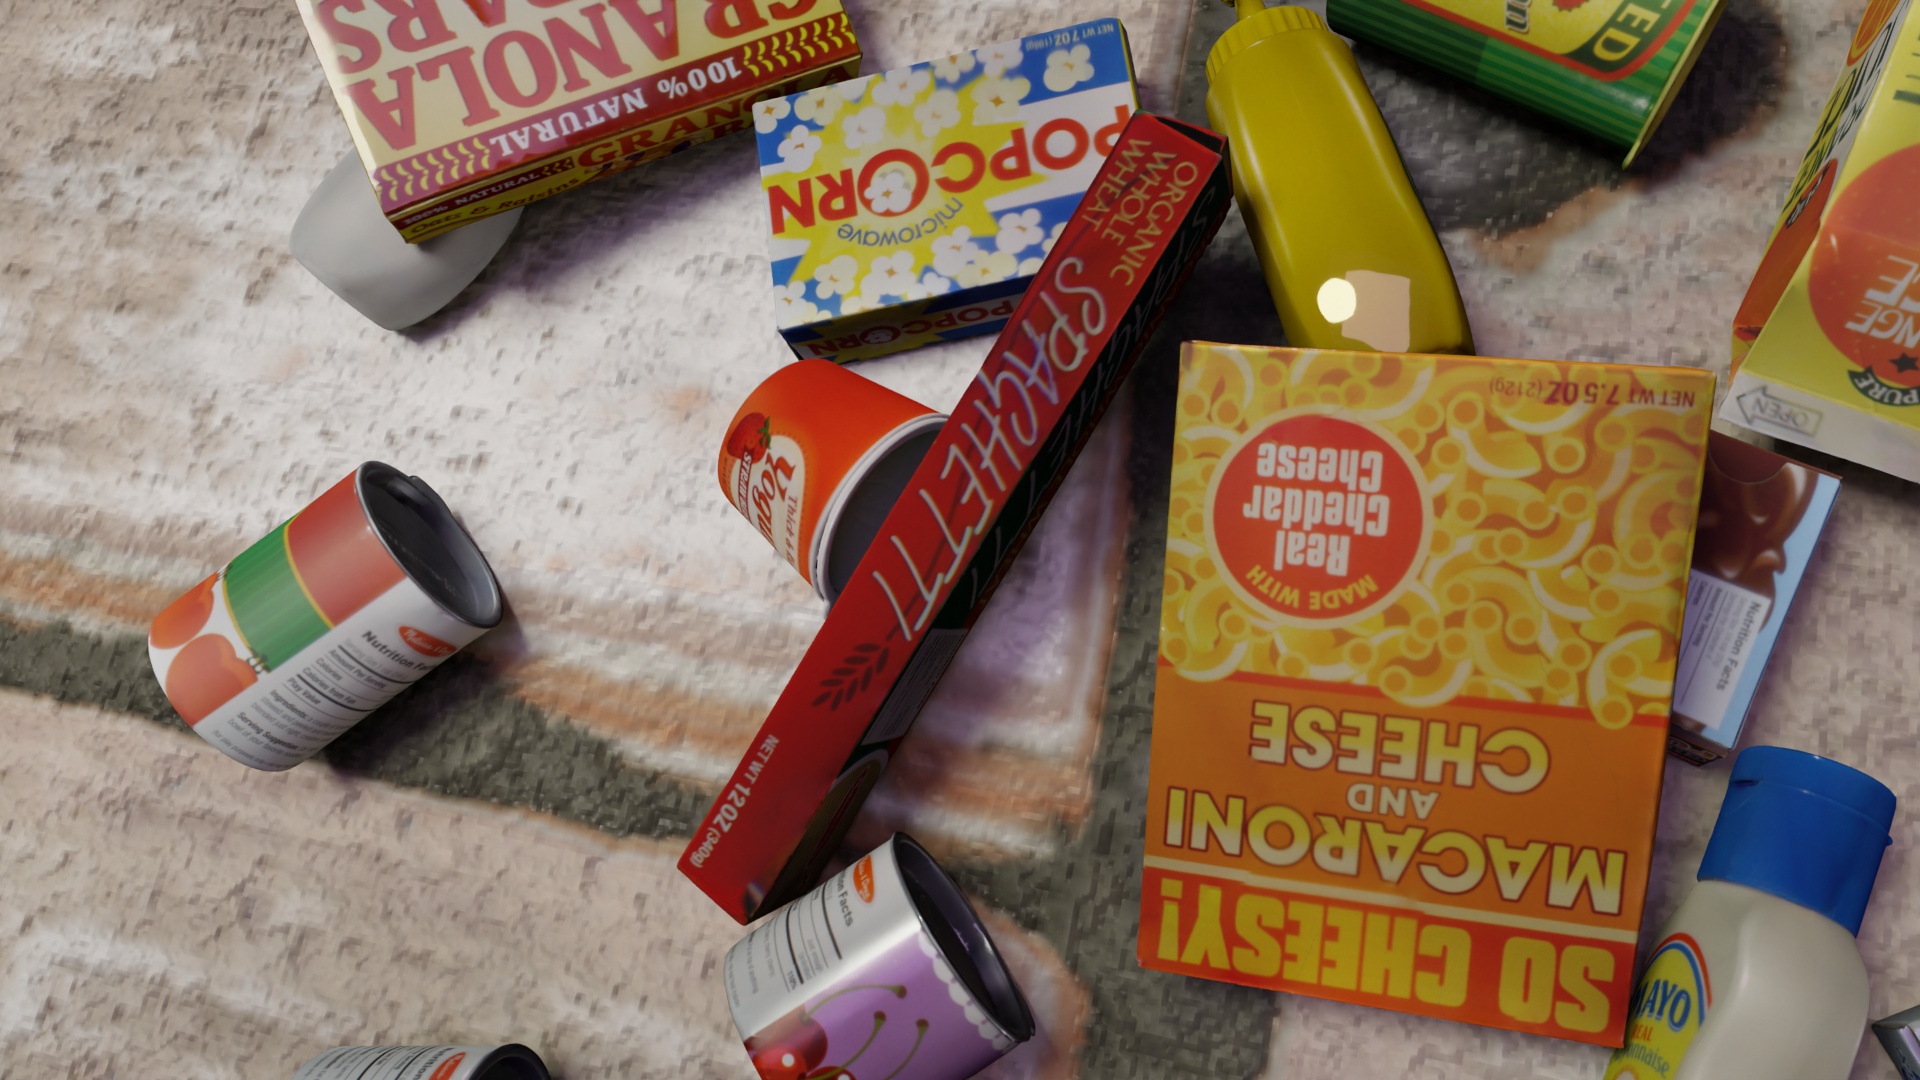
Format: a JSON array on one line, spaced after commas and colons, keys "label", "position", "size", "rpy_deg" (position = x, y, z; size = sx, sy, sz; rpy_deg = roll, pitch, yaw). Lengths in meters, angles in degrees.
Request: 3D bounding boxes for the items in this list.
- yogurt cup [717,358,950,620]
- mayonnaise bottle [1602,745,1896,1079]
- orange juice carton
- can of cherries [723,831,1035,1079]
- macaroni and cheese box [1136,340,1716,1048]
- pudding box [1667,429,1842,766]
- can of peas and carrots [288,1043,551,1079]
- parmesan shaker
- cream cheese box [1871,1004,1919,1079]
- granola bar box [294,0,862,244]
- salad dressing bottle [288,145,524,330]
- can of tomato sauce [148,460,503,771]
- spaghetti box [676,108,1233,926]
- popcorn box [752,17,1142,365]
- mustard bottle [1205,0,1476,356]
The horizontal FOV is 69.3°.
[{"label": "yogurt cup", "position": [-0.037, -0.020, 0.426], "size": [0.054, 0.072, 0.072], "rpy_deg": [35, 85, 26]}, {"label": "mayonnaise bottle", "position": [0.187, 0.124, 0.340], "size": [0.041, 0.064, 0.148], "rpy_deg": [24, 77, 8]}, {"label": "orange juice carton", "position": [0.275, -0.105, 0.376], "size": [0.072, 0.073, 0.193], "rpy_deg": [24, 82, 17]}, {"label": "can of cherries", "position": [-0.021, 0.126, 0.382], "size": [0.058, 0.071, 0.071], "rpy_deg": [-35, 71, 2]}, {"label": "macaroni and cheese box", "position": [0.114, 0.035, 0.360], "size": [0.124, 0.040, 0.166], "rpy_deg": [5, 99, 15]}, {"label": "pudding box", "position": [0.199, 0.013, 0.382], "size": [0.050, 0.030, 0.084], "rpy_deg": [24, 81, 18]}, {"label": "can of peas and carrots", "position": [-0.156, 0.181, 0.396], "size": [0.059, 0.071, 0.071], "rpy_deg": [-5, 74, 12]}, {"label": "parmesan shaker", "position": [0.170, -0.164, 0.419], "size": [0.103, 0.071, 0.071], "rpy_deg": [30, 83, 18]}, {"label": "cream cheese box", "position": [0.288, 0.125, 0.336], "size": [0.104, 0.024, 0.053], "rpy_deg": [-23, 71, 5]}, {"label": "granola bar box", "position": [-0.132, -0.187, 0.465], "size": [0.166, 0.039, 0.124], "rpy_deg": [-23, 90, -10]}, {"label": "salad dressing bottle", "position": [-0.173, -0.144, 0.500], "size": [0.064, 0.044, 0.148], "rpy_deg": [39, 84, 21]}, {"label": "can of tomato sauce", "position": [-0.204, 0.023, 0.449], "size": [0.083, 0.071, 0.071], "rpy_deg": [-35, 71, 2]}, {"label": "spaghetti box", "position": [0.001, -0.005, 0.398], "size": [0.029, 0.050, 0.250], "rpy_deg": [32, 94, 14]}, {"label": "popcorn box", "position": [0.000, -0.112, 0.455], "size": [0.127, 0.038, 0.085], "rpy_deg": [-11, 75, 9]}, {"label": "mustard bottle", "position": [0.107, -0.111, 0.420], "size": [0.049, 0.065, 0.160], "rpy_deg": [-19, 69, 12]}]
